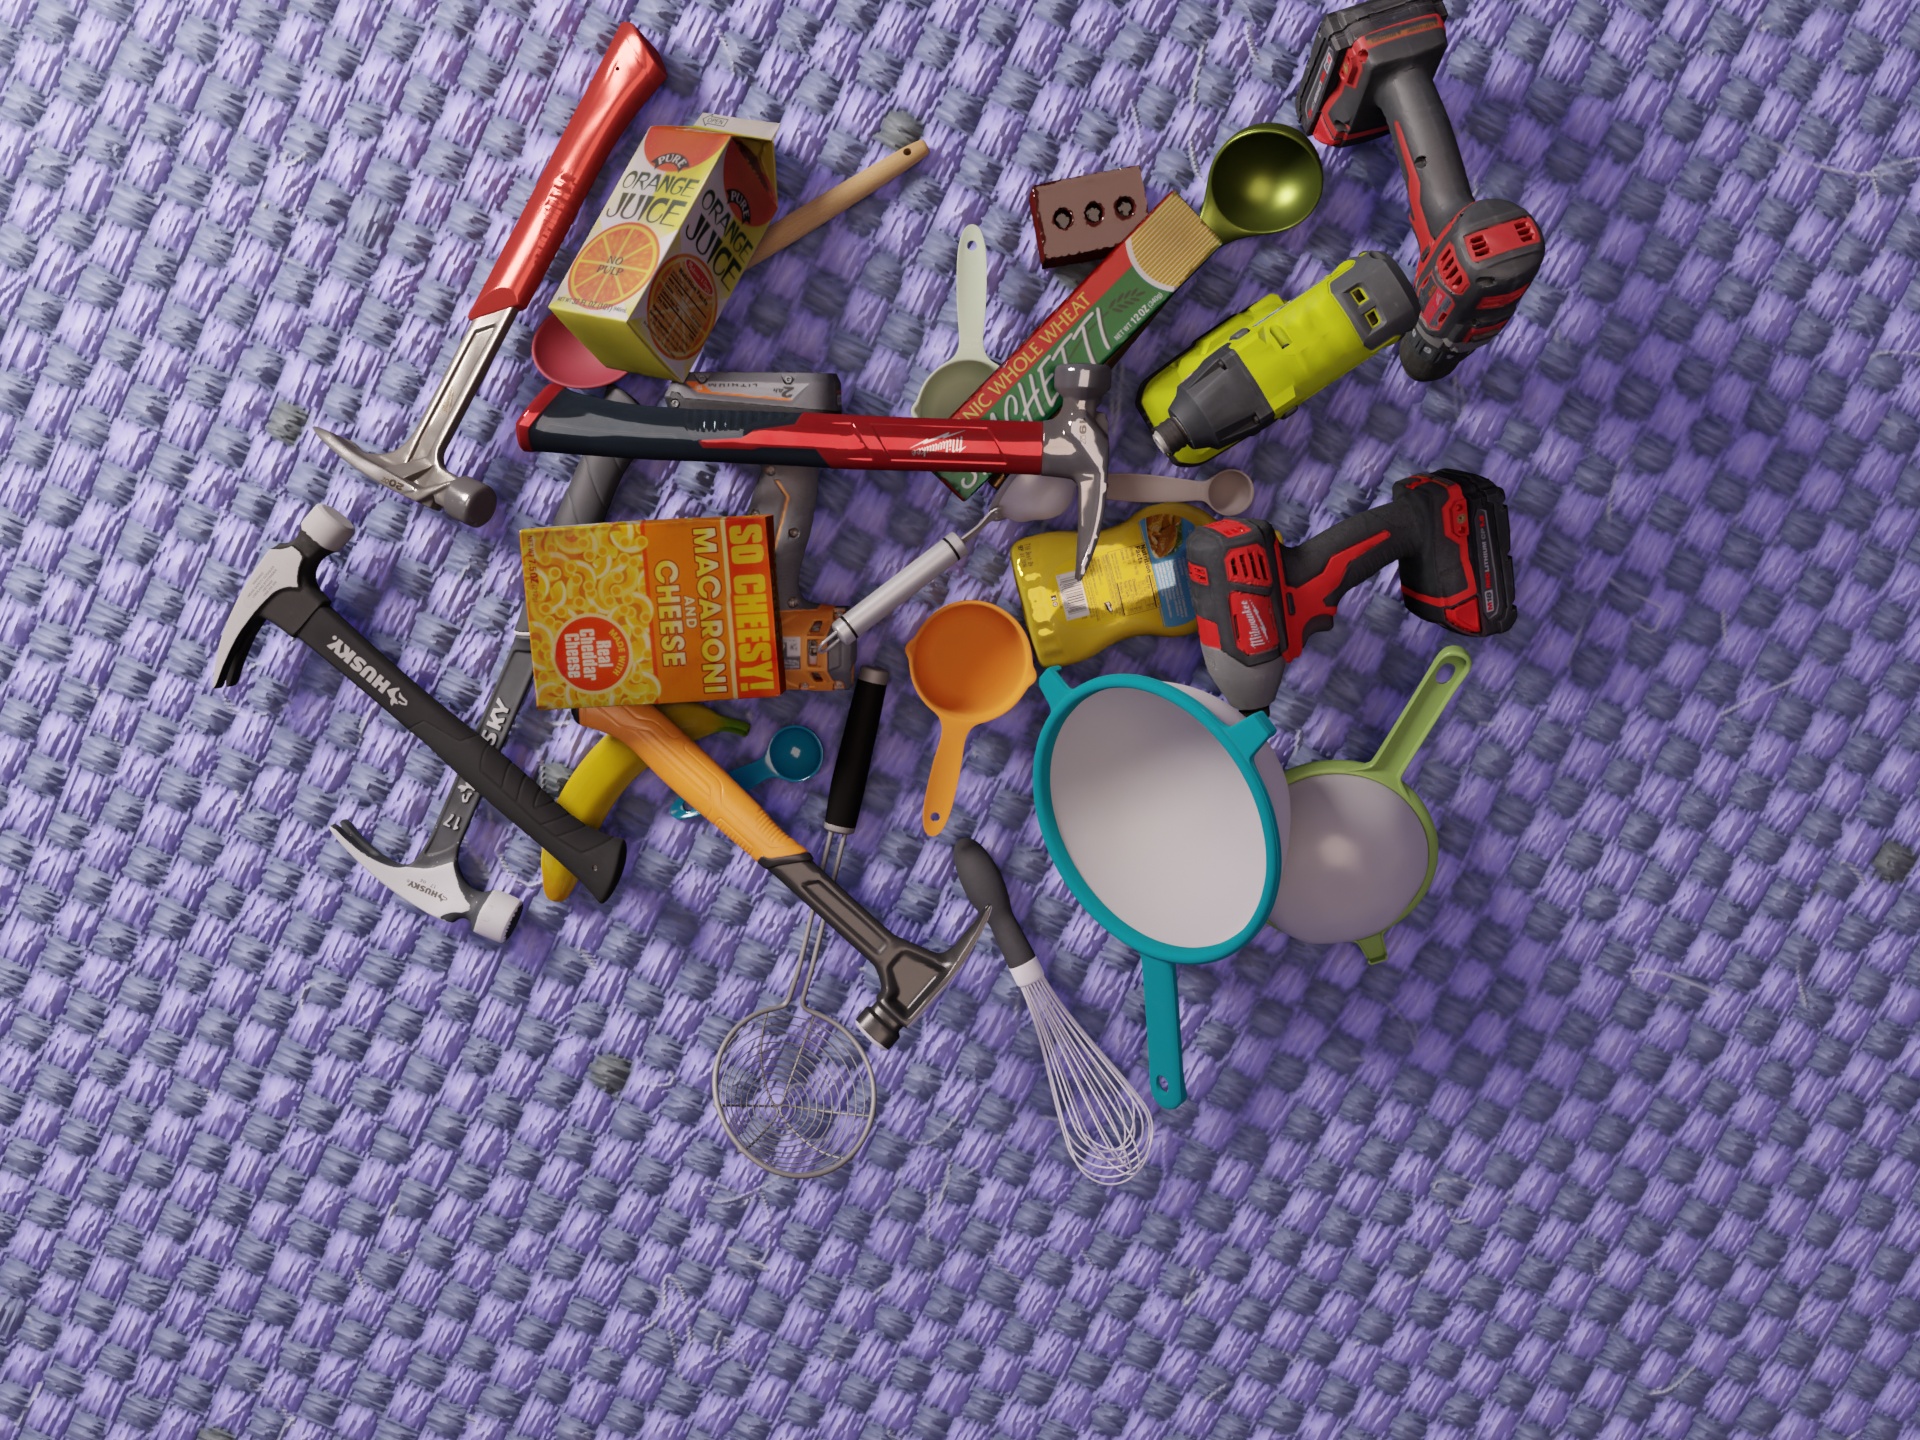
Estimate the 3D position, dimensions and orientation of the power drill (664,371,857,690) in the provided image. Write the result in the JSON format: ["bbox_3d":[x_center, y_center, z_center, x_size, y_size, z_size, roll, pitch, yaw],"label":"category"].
[{"bbox_3d":[-0.166,-0.131,1.124,0.185,0.084,0.226,0,102,0],"label":"power drill"}]

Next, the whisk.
[{"bbox_3d":[0.063,0.215,1.182,0.070,0.070,0.284,-27,92,2],"label":"whisk"}]

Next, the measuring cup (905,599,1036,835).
[{"bbox_3d":[-0.002,-0.004,1.155,0.095,0.052,0.173,13,99,-1],"label":"measuring cup"}]

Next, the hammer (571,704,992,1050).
[{"bbox_3d":[-0.136,0.075,1.120,0.337,0.034,0.127,41,86,2],"label":"hammer"}]

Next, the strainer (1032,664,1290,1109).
[{"bbox_3d":[0.164,0.117,1.142,0.095,0.211,0.340,-25,118,-40],"label":"strainer"}]

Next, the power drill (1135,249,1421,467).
[{"bbox_3d":[0.189,-0.226,1.042,0.171,0.223,0.080,-34,96,3],"label":"power drill"}]

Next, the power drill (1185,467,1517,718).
[{"bbox_3d":[0.267,-0.087,1.105,0.219,0.079,0.143,-16,109,-11],"label":"power drill"}]

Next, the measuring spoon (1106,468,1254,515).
[{"bbox_3d":[0.151,-0.170,1.157,0.124,0.018,0.034,4,111,5],"label":"measuring spoon"}]

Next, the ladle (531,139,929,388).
[{"bbox_3d":[-0.159,-0.326,1.124,0.315,0.031,0.069,-31,81,1],"label":"ladle"}]

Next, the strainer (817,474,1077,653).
[{"bbox_3d":[0.004,-0.125,1.108,0.258,0.086,0.050,-38,77,-6],"label":"strainer"}]

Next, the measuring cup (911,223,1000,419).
[{"bbox_3d":[0.007,-0.264,1.130,0.083,0.038,0.167,1,95,-1],"label":"measuring cup"}]

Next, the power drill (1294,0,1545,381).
[{"bbox_3d":[0.306,-0.350,1.074,0.080,0.187,0.227,-19,79,-3],"label":"power drill"}]

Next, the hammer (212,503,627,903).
[{"bbox_3d":[-0.371,0.011,1.125,0.334,0.035,0.146,42,94,-3],"label":"hammer"}]

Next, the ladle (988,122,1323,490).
[{"bbox_3d":[0.131,-0.284,1.120,0.078,0.062,0.320,39,98,-19],"label":"ladle"}]

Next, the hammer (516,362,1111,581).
[{"bbox_3d":[-0.096,-0.170,1.052,0.386,0.038,0.143,2,99,-2],"label":"hammer"}]

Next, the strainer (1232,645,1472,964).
[{"bbox_3d":[0.291,0.066,1.122,0.151,0.069,0.256,24,115,-3],"label":"strainer"}]

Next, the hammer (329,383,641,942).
[{"bbox_3d":[-0.320,-0.049,1.153,0.149,0.036,0.409,24,96,-3],"label":"hammer"}]

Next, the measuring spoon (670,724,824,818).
[{"bbox_3d":[-0.157,0.042,1.178,0.128,0.021,0.042,-26,90,11],"label":"measuring spoon"}]

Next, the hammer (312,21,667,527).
[{"bbox_3d":[-0.312,-0.319,1.106,0.149,0.036,0.359,28,91,19],"label":"hammer"}]

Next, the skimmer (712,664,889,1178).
[{"bbox_3d":[-0.092,0.143,1.151,0.127,0.090,0.363,11,96,-23],"label":"skimmer"}]
